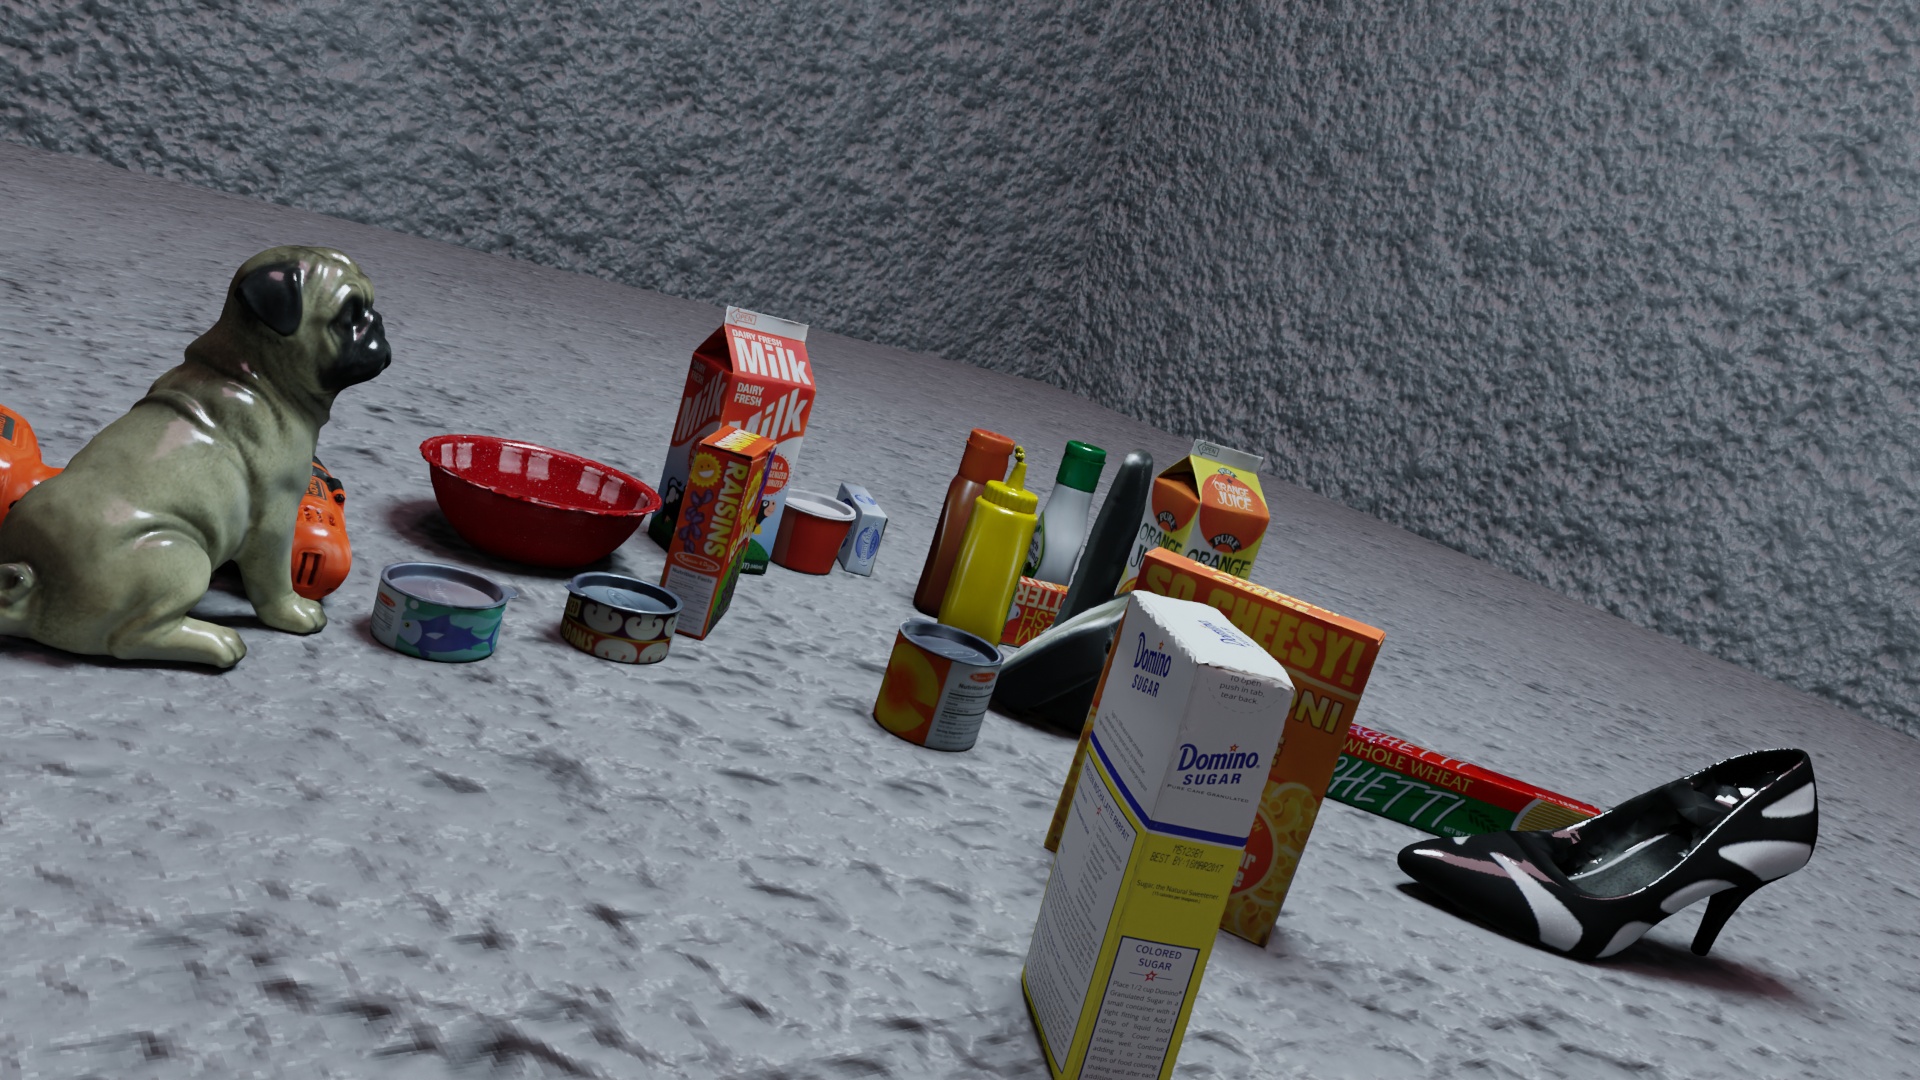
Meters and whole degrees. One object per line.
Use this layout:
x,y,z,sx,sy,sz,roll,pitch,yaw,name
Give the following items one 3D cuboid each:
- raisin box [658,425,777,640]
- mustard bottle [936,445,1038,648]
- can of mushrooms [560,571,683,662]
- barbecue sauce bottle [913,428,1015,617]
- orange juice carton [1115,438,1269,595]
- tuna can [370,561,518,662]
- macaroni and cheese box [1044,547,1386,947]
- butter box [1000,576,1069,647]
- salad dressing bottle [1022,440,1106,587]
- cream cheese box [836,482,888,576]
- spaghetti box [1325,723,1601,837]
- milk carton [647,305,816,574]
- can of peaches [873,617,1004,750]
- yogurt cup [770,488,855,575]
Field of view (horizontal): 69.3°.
-0.159,-0.007,0.902,0.040,0.123,0.086,17,11,-1,raisin box
0.023,0.010,0.994,0.049,0.159,0.065,17,11,-4,mustard bottle
-0.203,0.045,0.820,0.071,0.033,0.071,17,12,-3,can of mushrooms
0.004,-0.014,1.104,0.044,0.148,0.065,18,11,1,barbecue sauce bottle
0.186,0.016,1.123,0.072,0.192,0.073,12,13,-26,orange juice carton
-0.277,0.038,0.746,0.071,0.032,0.071,17,12,-3,tuna can
0.127,0.102,0.708,0.124,0.166,0.040,21,12,18,macaroni and cheese box
0.048,0.056,1.083,0.103,0.053,0.024,14,12,-18,butter box
0.090,-0.015,1.234,0.044,0.147,0.064,16,11,-9,salad dressing bottle
-0.090,-0.011,1.187,0.024,0.053,0.104,14,12,-19,cream cheese box
0.309,0.167,0.954,0.250,0.050,0.029,19,11,6,spaghetti box
-0.168,-0.077,1.044,0.072,0.190,0.073,9,14,-38,milk carton
-0.015,0.086,0.840,0.071,0.058,0.071,17,12,-3,can of peaches
-0.124,-0.006,1.118,0.072,0.053,0.072,17,12,-3,yogurt cup
